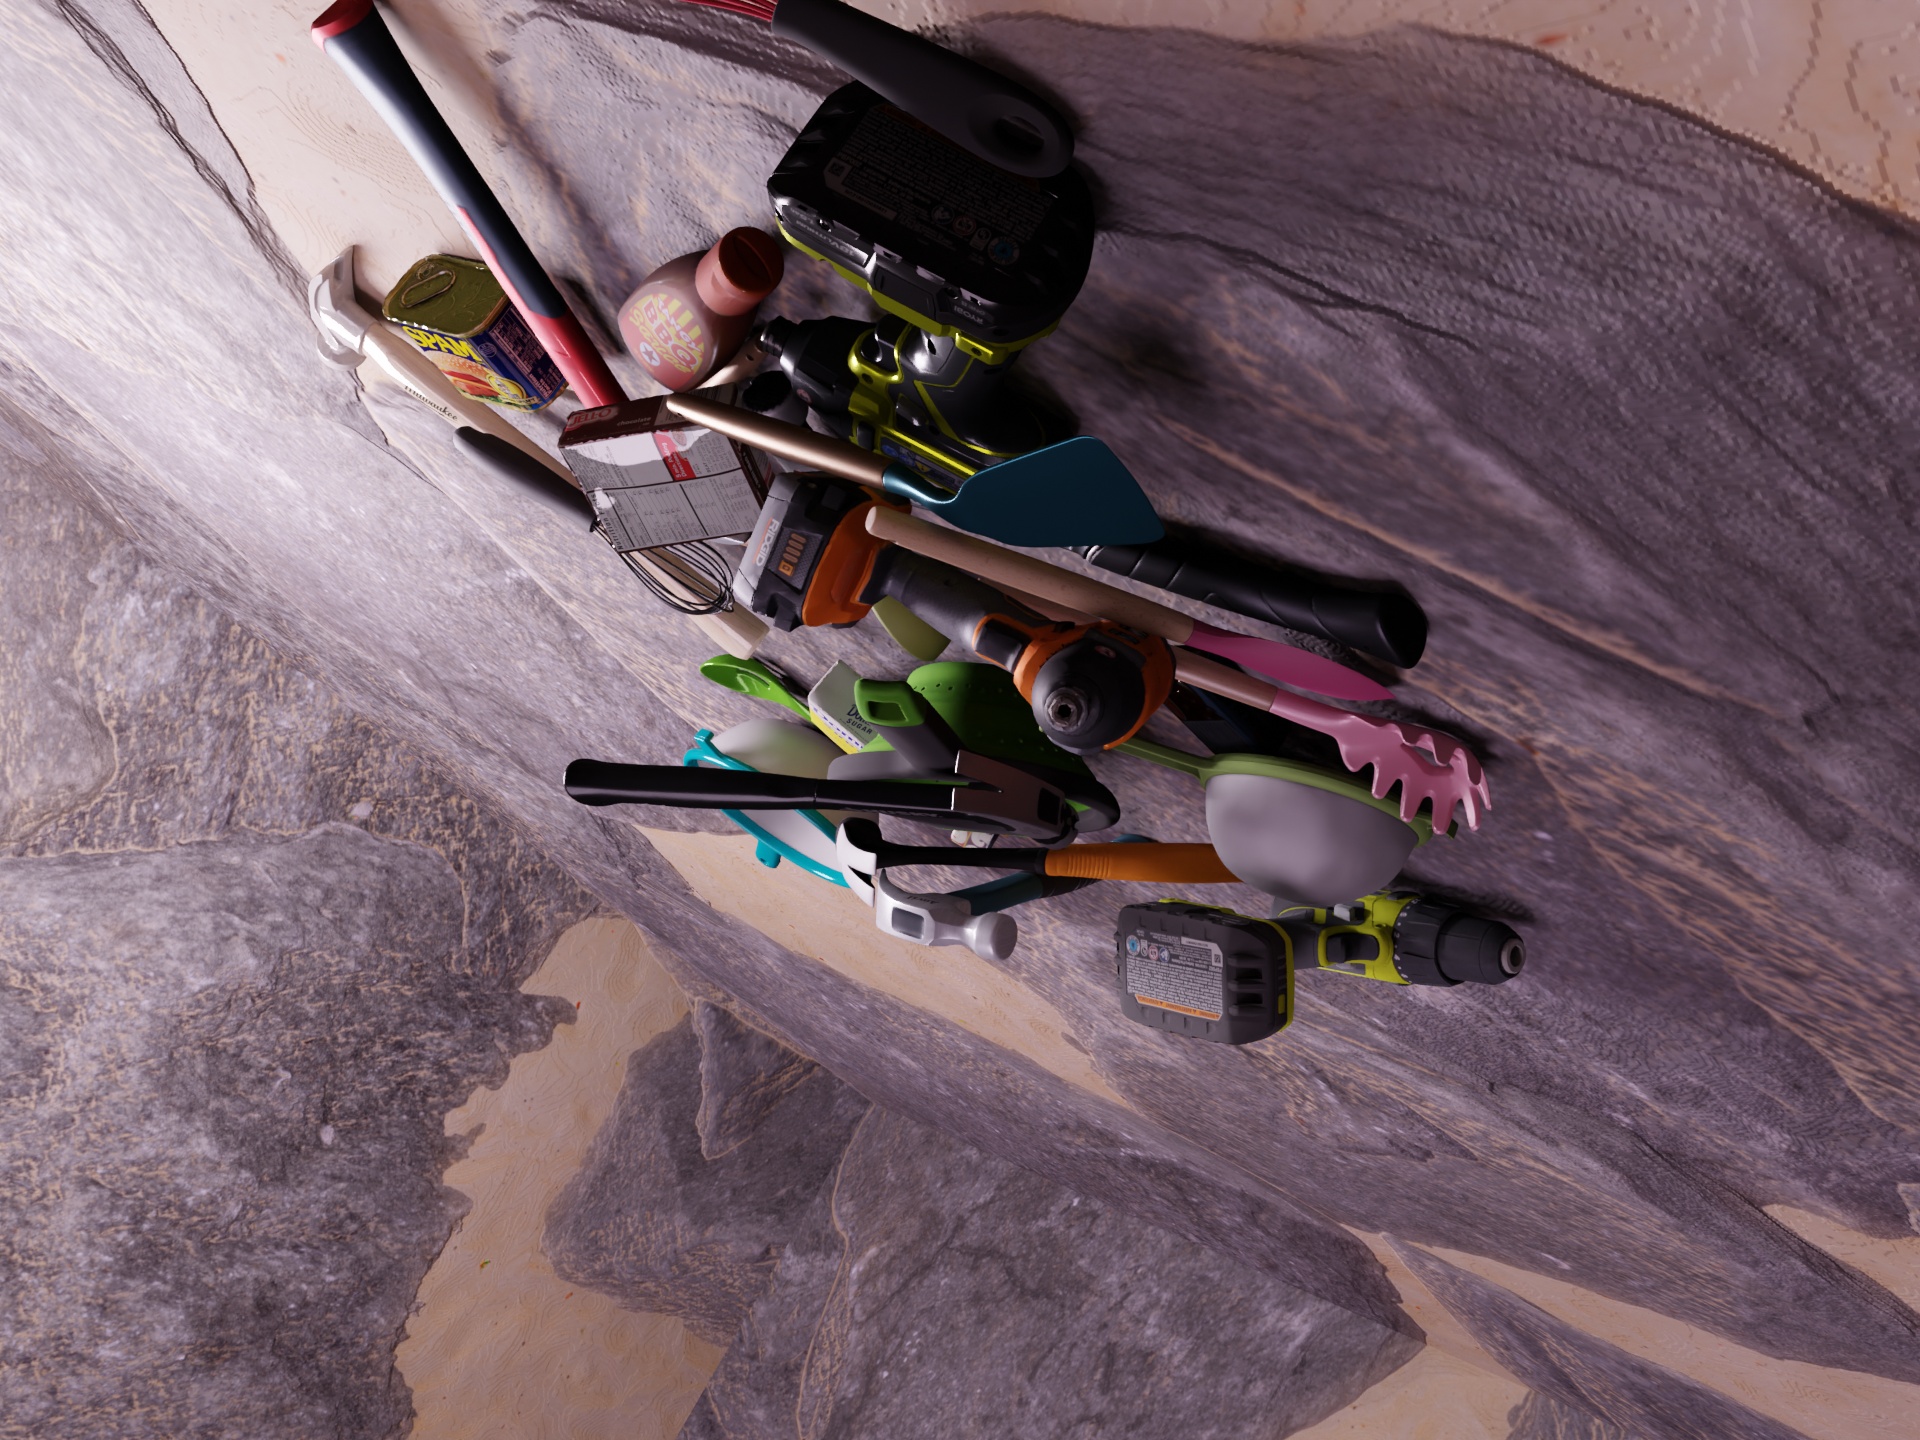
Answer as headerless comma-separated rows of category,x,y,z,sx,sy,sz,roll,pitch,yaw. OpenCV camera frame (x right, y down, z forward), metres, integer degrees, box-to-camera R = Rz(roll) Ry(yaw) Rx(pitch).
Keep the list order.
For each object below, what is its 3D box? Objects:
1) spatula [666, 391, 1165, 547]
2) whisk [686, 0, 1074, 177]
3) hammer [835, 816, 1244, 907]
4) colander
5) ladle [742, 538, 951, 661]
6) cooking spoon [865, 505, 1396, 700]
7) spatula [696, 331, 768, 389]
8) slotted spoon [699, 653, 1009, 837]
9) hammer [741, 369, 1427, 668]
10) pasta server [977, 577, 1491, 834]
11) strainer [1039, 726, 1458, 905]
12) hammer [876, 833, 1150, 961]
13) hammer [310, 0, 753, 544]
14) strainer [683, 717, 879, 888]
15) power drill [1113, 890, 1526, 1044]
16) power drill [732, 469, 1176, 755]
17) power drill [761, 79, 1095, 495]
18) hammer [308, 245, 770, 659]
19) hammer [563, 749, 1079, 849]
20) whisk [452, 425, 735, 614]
spatula,-0.044,-0.136,0.797,0.318,0.044,0.082,25,168,39
whisk,-0.087,-0.292,0.629,0.296,0.073,0.073,27,161,-4
hammer,0.088,0.095,1.068,0.336,0.034,0.127,2,-172,-10
colander,-0.002,-0.003,1.032,0.204,0.094,0.396,4,167,12
ladle,-0.130,-0.112,1.121,0.320,0.062,0.078,21,178,35
cooking spoon,0.095,-0.054,0.820,0.318,0.017,0.069,17,177,-25
spatula,-0.182,-0.201,1.039,0.059,0.018,0.316,41,159,-18
slotted spoon,-0.089,0.021,1.419,0.313,0.031,0.070,30,160,-2
hammer,0.062,-0.100,0.898,0.409,0.036,0.149,20,158,28
pasta server,0.152,-0.016,0.913,0.316,0.040,0.060,21,145,8
strainer,0.164,0.061,0.992,0.256,0.069,0.151,18,167,-6
hammer,0.056,0.118,1.152,0.128,0.033,0.331,8,-172,31
hammer,-0.244,-0.251,0.948,0.143,0.038,0.385,22,155,35
strainer,-0.161,0.079,1.565,0.211,0.095,0.340,34,162,1
power drill,0.234,0.153,1.047,0.228,0.080,0.191,-3,-177,-35
power drill,0.000,-0.054,0.844,0.226,0.084,0.164,27,-165,9
power drill,-0.023,-0.189,0.753,0.171,0.080,0.223,29,163,5
hammer,-0.311,-0.188,1.195,0.410,0.038,0.146,38,158,-8
hammer,-0.103,0.045,1.003,0.335,0.035,0.146,2,167,21
whisk,-0.262,-0.144,1.137,0.239,0.055,0.055,32,160,2
